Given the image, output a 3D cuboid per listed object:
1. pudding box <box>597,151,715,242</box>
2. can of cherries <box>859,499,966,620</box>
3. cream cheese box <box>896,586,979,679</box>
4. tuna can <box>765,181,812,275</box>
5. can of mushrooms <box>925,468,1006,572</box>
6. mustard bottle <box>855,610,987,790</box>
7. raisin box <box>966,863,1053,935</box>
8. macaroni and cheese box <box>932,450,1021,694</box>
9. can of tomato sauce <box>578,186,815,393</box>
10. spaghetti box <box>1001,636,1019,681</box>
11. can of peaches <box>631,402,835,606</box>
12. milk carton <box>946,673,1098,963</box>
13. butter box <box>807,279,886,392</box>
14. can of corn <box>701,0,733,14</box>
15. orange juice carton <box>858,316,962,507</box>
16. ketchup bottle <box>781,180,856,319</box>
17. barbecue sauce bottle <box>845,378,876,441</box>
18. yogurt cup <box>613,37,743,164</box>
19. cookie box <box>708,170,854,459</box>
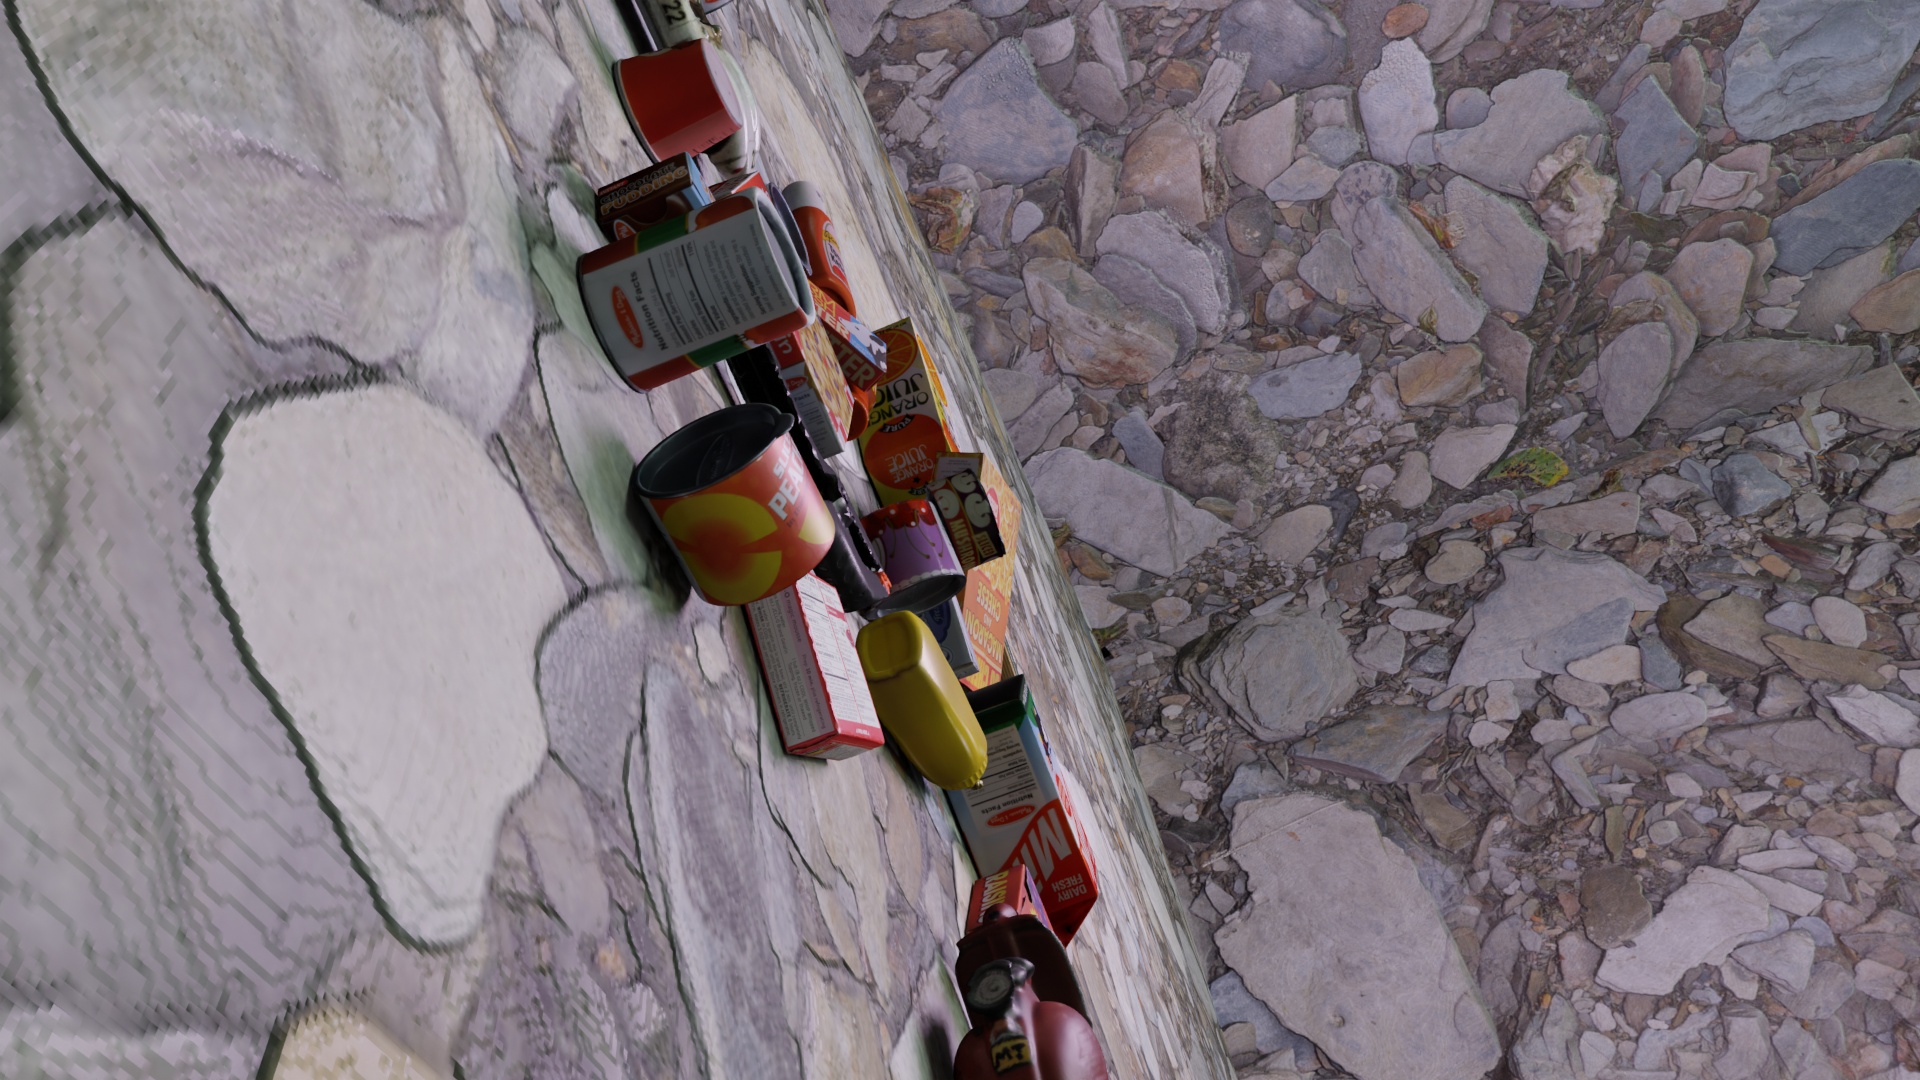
[{"bbox_3d":[-0.137,-0.145,0.686,0.083,0.049,0.030,61,9,-50],"label":"pudding box"},{"bbox_3d":[-0.039,0.014,0.914,0.071,0.071,0.058,51,15,-71],"label":"can of cherries"},{"bbox_3d":[-0.027,0.050,0.952,0.024,0.053,0.104,60,11,-64],"label":"cream cheese box"},{"bbox_3d":[-0.135,-0.218,0.997,0.071,0.033,0.071,-24,93,-83],"label":"tuna can"},{"bbox_3d":[0.003,-0.012,0.951,0.071,0.033,0.071,161,-92,-81],"label":"can of mushrooms"},{"bbox_3d":[-0.017,0.113,0.859,0.065,0.049,0.159,-103,171,-48],"label":"mustard bottle"},{"bbox_3d":[0.046,0.280,0.883,0.086,0.040,0.123,-54,122,-81],"label":"raisin box"},{"bbox_3d":[0.005,0.032,1.042,0.123,0.040,0.167,49,46,-66],"label":"macaroni and cheese box"},{"bbox_3d":[-0.115,-0.111,0.615,0.071,0.083,0.071,-23,93,-83],"label":"can of tomato sauce"},{"bbox_3d":[-0.010,0.018,1.205,0.028,0.050,0.251,57,13,-70],"label":"spaghetti box"},{"bbox_3d":[-0.090,-0.015,0.572,0.071,0.071,0.057,-100,169,-59],"label":"can of peaches"},{"bbox_3d":[0.044,0.199,0.972,0.072,0.073,0.190,-61,130,-82],"label":"milk carton"},{"bbox_3d":[-0.097,-0.151,0.969,0.103,0.024,0.053,38,21,-23],"label":"butter box"},{"bbox_3d":[-0.196,-0.426,1.017,0.071,0.071,0.058,-104,170,-48],"label":"can of corn"},{"bbox_3d":[-0.045,-0.093,1.171,0.072,0.072,0.193,61,10,-48],"label":"orange juice carton"},{"bbox_3d":[-0.121,-0.235,1.129,0.064,0.043,0.149,61,10,-50],"label":"ketchup bottle"},{"bbox_3d":[-0.087,-0.117,1.032,0.149,0.043,0.064,-97,161,-64],"label":"barbecue sauce bottle"},{"bbox_3d":[-0.163,-0.257,0.812,0.072,0.054,0.072,-23,92,-83],"label":"yogurt cup"},{"bbox_3d":[-0.119,-0.141,0.870,0.123,0.040,0.167,-93,162,-70],"label":"cookie box"}]
